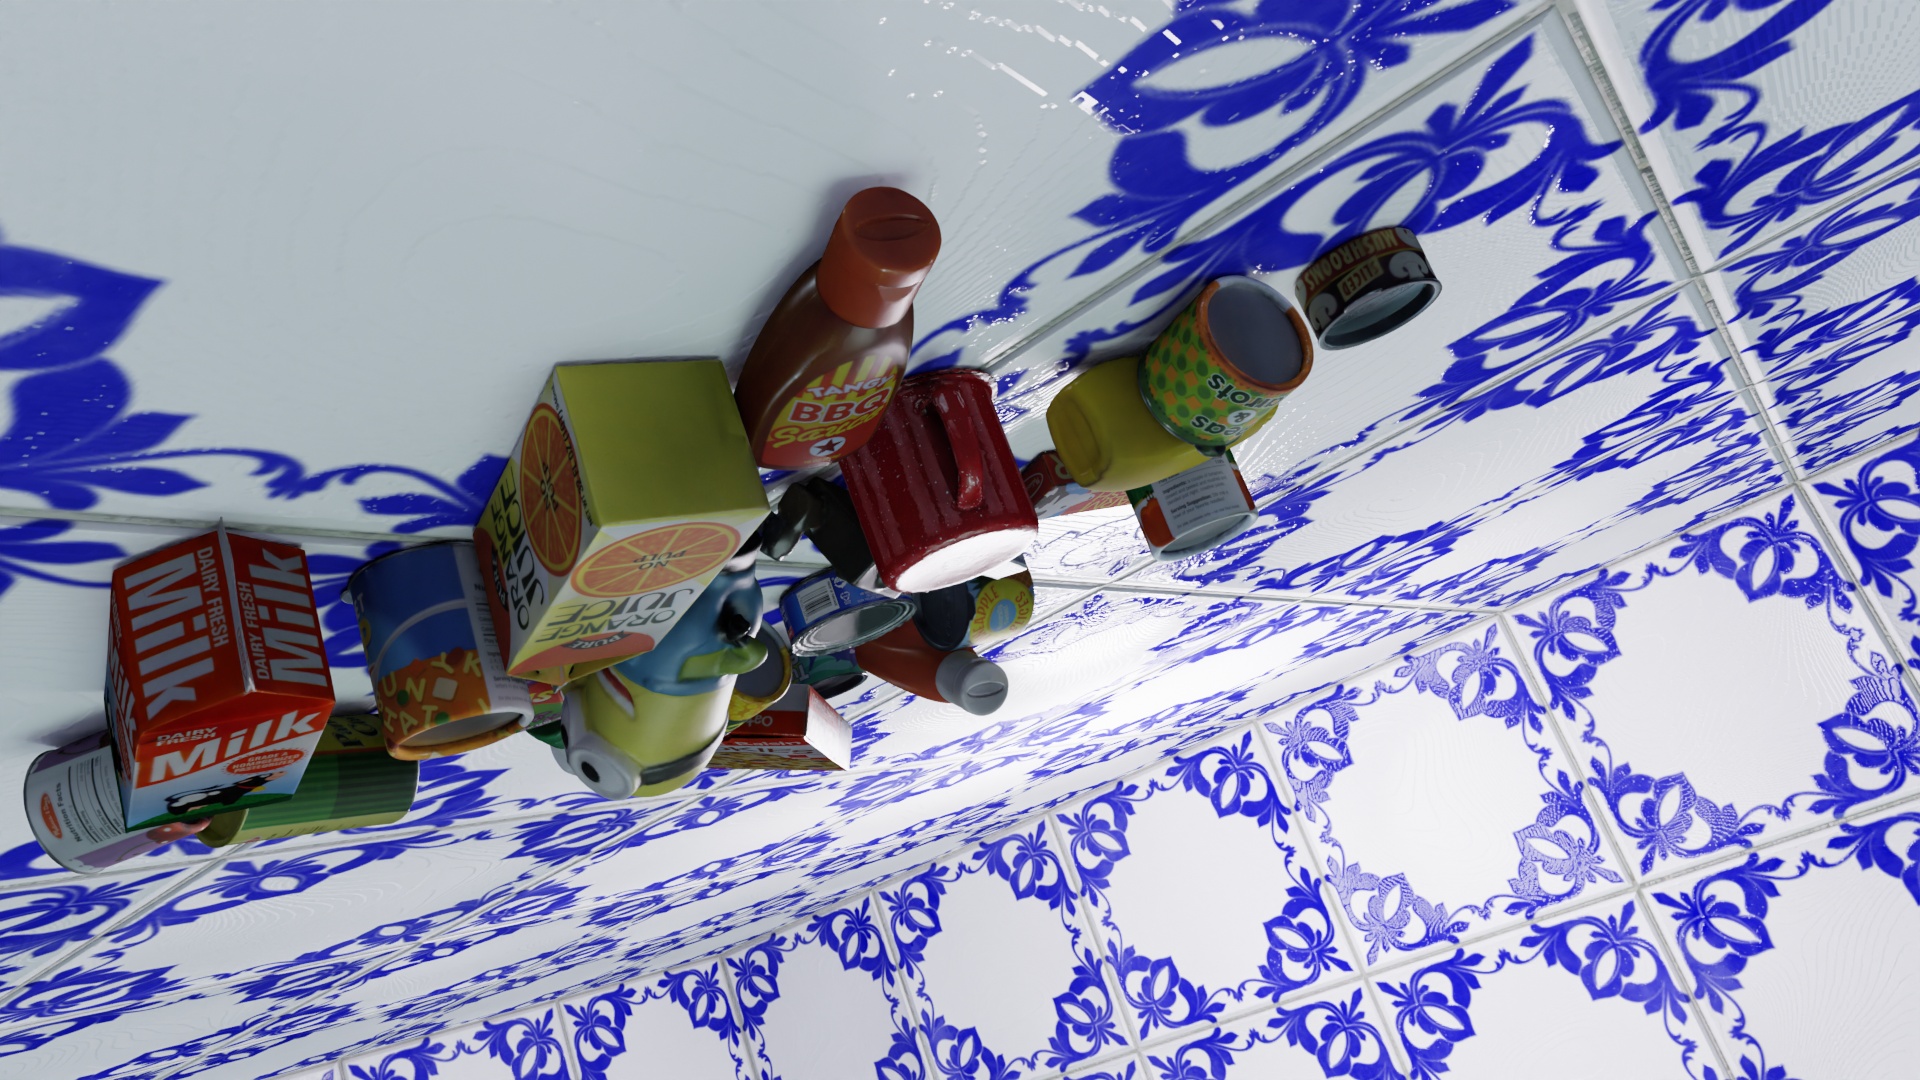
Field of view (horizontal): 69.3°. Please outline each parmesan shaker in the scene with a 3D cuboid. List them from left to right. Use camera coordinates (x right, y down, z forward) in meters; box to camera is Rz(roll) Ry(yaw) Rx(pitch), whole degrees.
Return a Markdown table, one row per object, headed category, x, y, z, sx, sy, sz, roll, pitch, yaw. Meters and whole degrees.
| category | x | y | z | sx | sy | sz | roll | pitch | yaw |
| --- | --- | --- | --- | --- | --- | --- | --- | --- | --- |
| parmesan shaker | -0.369 | 0.131 | 0.779 | 0.071 | 0.071 | 0.103 | -30 | 162 | 28 |

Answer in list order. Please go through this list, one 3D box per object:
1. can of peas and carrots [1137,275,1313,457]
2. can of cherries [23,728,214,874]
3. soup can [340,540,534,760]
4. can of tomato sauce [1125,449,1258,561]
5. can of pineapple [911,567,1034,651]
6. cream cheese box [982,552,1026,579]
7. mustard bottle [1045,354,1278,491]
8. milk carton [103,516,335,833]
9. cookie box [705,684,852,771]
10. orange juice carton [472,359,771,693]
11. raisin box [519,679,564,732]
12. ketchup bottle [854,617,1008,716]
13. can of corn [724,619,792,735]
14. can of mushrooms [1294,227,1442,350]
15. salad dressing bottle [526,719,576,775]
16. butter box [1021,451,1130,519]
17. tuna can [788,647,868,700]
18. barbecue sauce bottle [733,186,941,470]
| category | x | y | z | sx | sy | sz | roll | pitch | yaw |
| --- | --- | --- | --- | --- | --- | --- | --- | --- | --- |
| can of peas and carrots | 0.130 | -0.085 | 0.681 | 0.071 | 0.071 | 0.058 | -11 | 160 | -30 |
| can of cherries | -0.419 | 0.125 | 0.699 | 0.058 | 0.071 | 0.071 | -22 | 163 | 0 |
| soup can | -0.243 | 0.053 | 0.646 | 0.071 | 0.084 | 0.071 | -19 | 163 | -6 |
| can of tomato sauce | 0.126 | -0.038 | 0.803 | 0.071 | 0.083 | 0.071 | -19 | 163 | -6 |
| can of pineapple | 0.009 | 0.038 | 0.925 | 0.058 | 0.071 | 0.070 | -8 | 159 | -38 |
| cream cheese box | 0.003 | -0.010 | 0.795 | 0.024 | 0.053 | 0.104 | -25 | 163 | 20 |
| mustard bottle | 0.122 | -0.070 | 0.737 | 0.161 | 0.065 | 0.048 | -15 | 165 | -33 |
| milk carton | -0.321 | 0.061 | 0.599 | 0.074 | 0.072 | 0.189 | -8 | 159 | -36 |
| cookie box | -0.154 | 0.138 | 1.008 | 0.123 | 0.040 | 0.167 | 0 | 163 | 6 |
| orange juice carton | -0.159 | 0.001 | 0.606 | 0.073 | 0.072 | 0.191 | -8 | 158 | -35 |
| raisin box | -0.271 | 0.080 | 0.777 | 0.086 | 0.040 | 0.123 | -16 | 164 | -15 |
| ketchup bottle | -0.018 | 0.086 | 0.967 | 0.065 | 0.043 | 0.149 | -8 | -169 | -27 |
| can of corn | -0.151 | 0.088 | 0.888 | 0.058 | 0.071 | 0.071 | -35 | 158 | 36 |
| can of mushrooms | 0.205 | -0.127 | 0.704 | 0.071 | 0.033 | 0.071 | -19 | 164 | -6 |
| salad dressing bottle | -0.255 | 0.129 | 0.943 | 0.064 | 0.044 | 0.147 | -26 | 163 | -5 |
| butter box | 0.081 | -0.037 | 0.854 | 0.104 | 0.024 | 0.053 | -9 | 160 | -32 |
| tuna can | -0.107 | 0.098 | 1.037 | 0.071 | 0.033 | 0.071 | -19 | 164 | -6 |
| barbecue sauce bottle | -0.047 | -0.078 | 0.539 | 0.065 | 0.044 | 0.148 | -13 | 161 | -25 |
